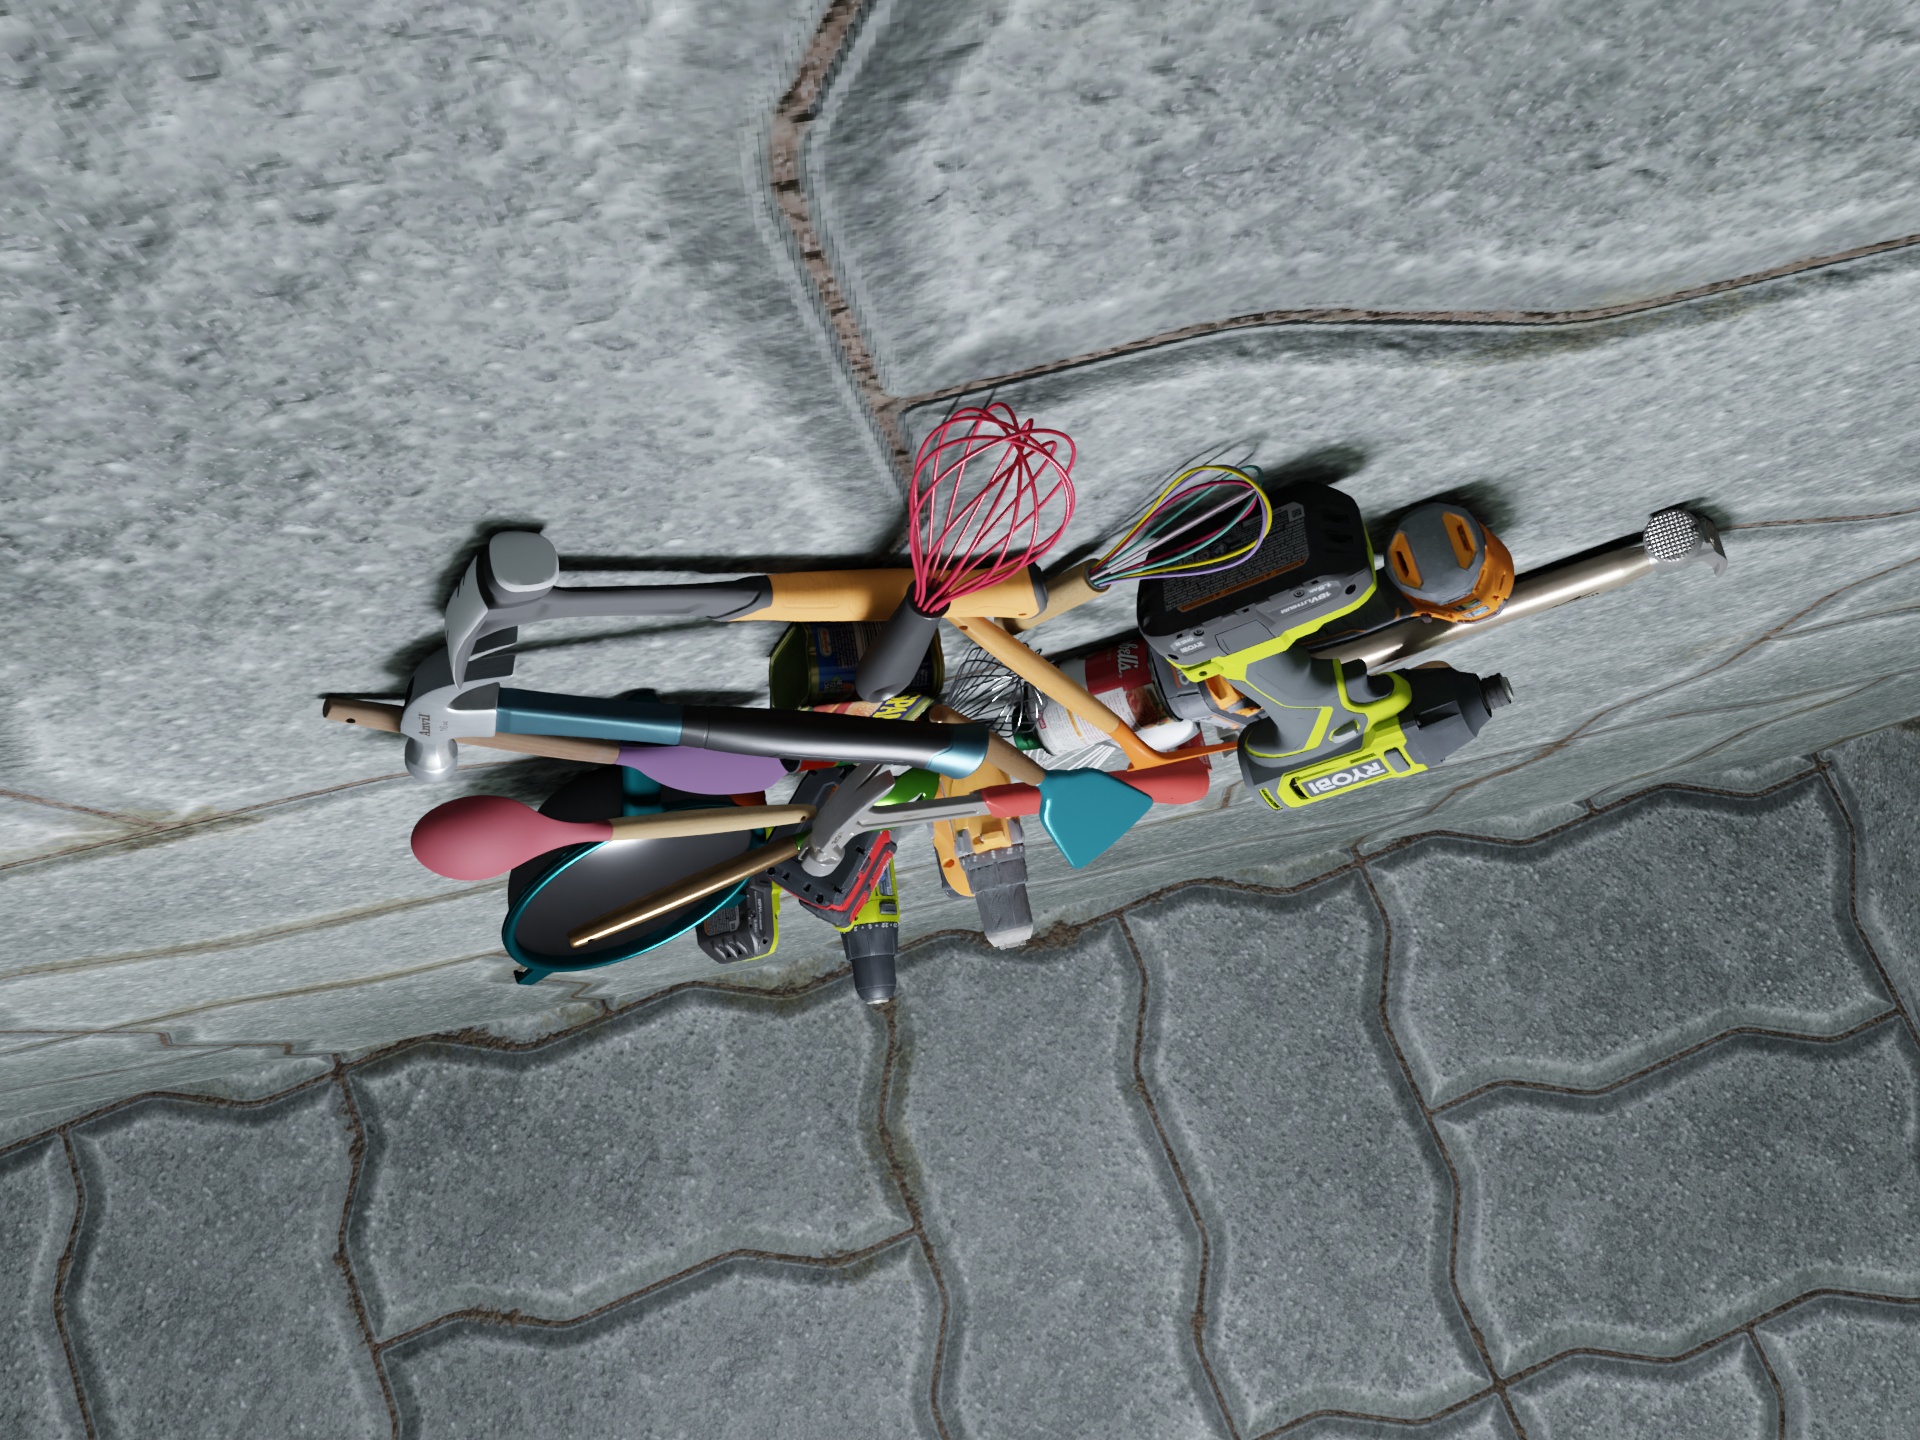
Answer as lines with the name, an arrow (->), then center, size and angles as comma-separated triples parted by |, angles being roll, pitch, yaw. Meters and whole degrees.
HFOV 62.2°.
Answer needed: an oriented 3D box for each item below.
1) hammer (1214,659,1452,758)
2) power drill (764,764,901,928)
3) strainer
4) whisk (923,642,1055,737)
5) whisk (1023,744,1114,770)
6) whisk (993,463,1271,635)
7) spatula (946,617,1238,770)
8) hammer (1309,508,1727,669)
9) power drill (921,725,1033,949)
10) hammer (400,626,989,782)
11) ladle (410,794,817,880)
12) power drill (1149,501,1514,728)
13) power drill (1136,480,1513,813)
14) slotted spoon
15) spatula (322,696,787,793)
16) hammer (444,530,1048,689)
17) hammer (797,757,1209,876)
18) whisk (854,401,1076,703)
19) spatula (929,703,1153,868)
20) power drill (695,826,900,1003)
hammer -> 0.322, -0.010, 1.376 | 0.130, 0.031, 0.331 | -15, 176, -16
power drill -> -0.099, 0.104, 1.392 | 0.078, 0.143, 0.219 | 28, 171, 9
strainer -> -0.251, 0.060, 1.168 | 0.211, 0.095, 0.340 | -19, 151, -24
whisk -> -0.003, -0.003, 1.173 | 0.070, 0.070, 0.284 | -7, 171, -21
whisk -> 0.139, 0.008, 1.380 | 0.246, 0.059, 0.058 | -31, -165, 45
whisk -> 0.089, -0.092, 0.903 | 0.047, 0.051, 0.245 | 22, 157, -26
spatula -> 0.087, -0.015, 1.056 | 0.081, 0.041, 0.322 | -15, 150, 32
hammer -> 0.389, -0.073, 1.267 | 0.410, 0.038, 0.146 | -20, 167, 33
power drill -> 0.020, 0.111, 1.402 | 0.084, 0.185, 0.226 | -13, 171, -5
hammer -> -0.147, 0.004, 0.914 | 0.331, 0.033, 0.128 | 5, 147, -14
ladle -> -0.221, 0.073, 1.089 | 0.315, 0.031, 0.069 | -2, 130, -46
power drill -> 0.259, -0.067, 1.070 | 0.226, 0.084, 0.164 | -23, 164, 27
power drill -> 0.219, -0.036, 0.954 | 0.171, 0.080, 0.223 | -21, 138, 26
slotted spoon -> -0.151, 0.106, 1.222 | 0.313, 0.031, 0.070 | -22, 152, -16
spatula -> -0.242, 0.018, 1.002 | 0.315, 0.018, 0.059 | 12, 141, -41
hammer -> -0.100, -0.062, 0.849 | 0.336, 0.034, 0.127 | -4, 163, -32
hammer -> 0.056, 0.056, 1.239 | 0.359, 0.037, 0.149 | -5, 152, -33
whisk -> -0.012, -0.069, 0.782 | 0.073, 0.073, 0.295 | -8, 162, -19
spatula -> 0.051, 0.039, 1.108 | 0.082, 0.044, 0.317 | -42, 155, 8
power drill -> -0.146, 0.179, 1.538 | 0.080, 0.191, 0.228 | -19, 162, 38
